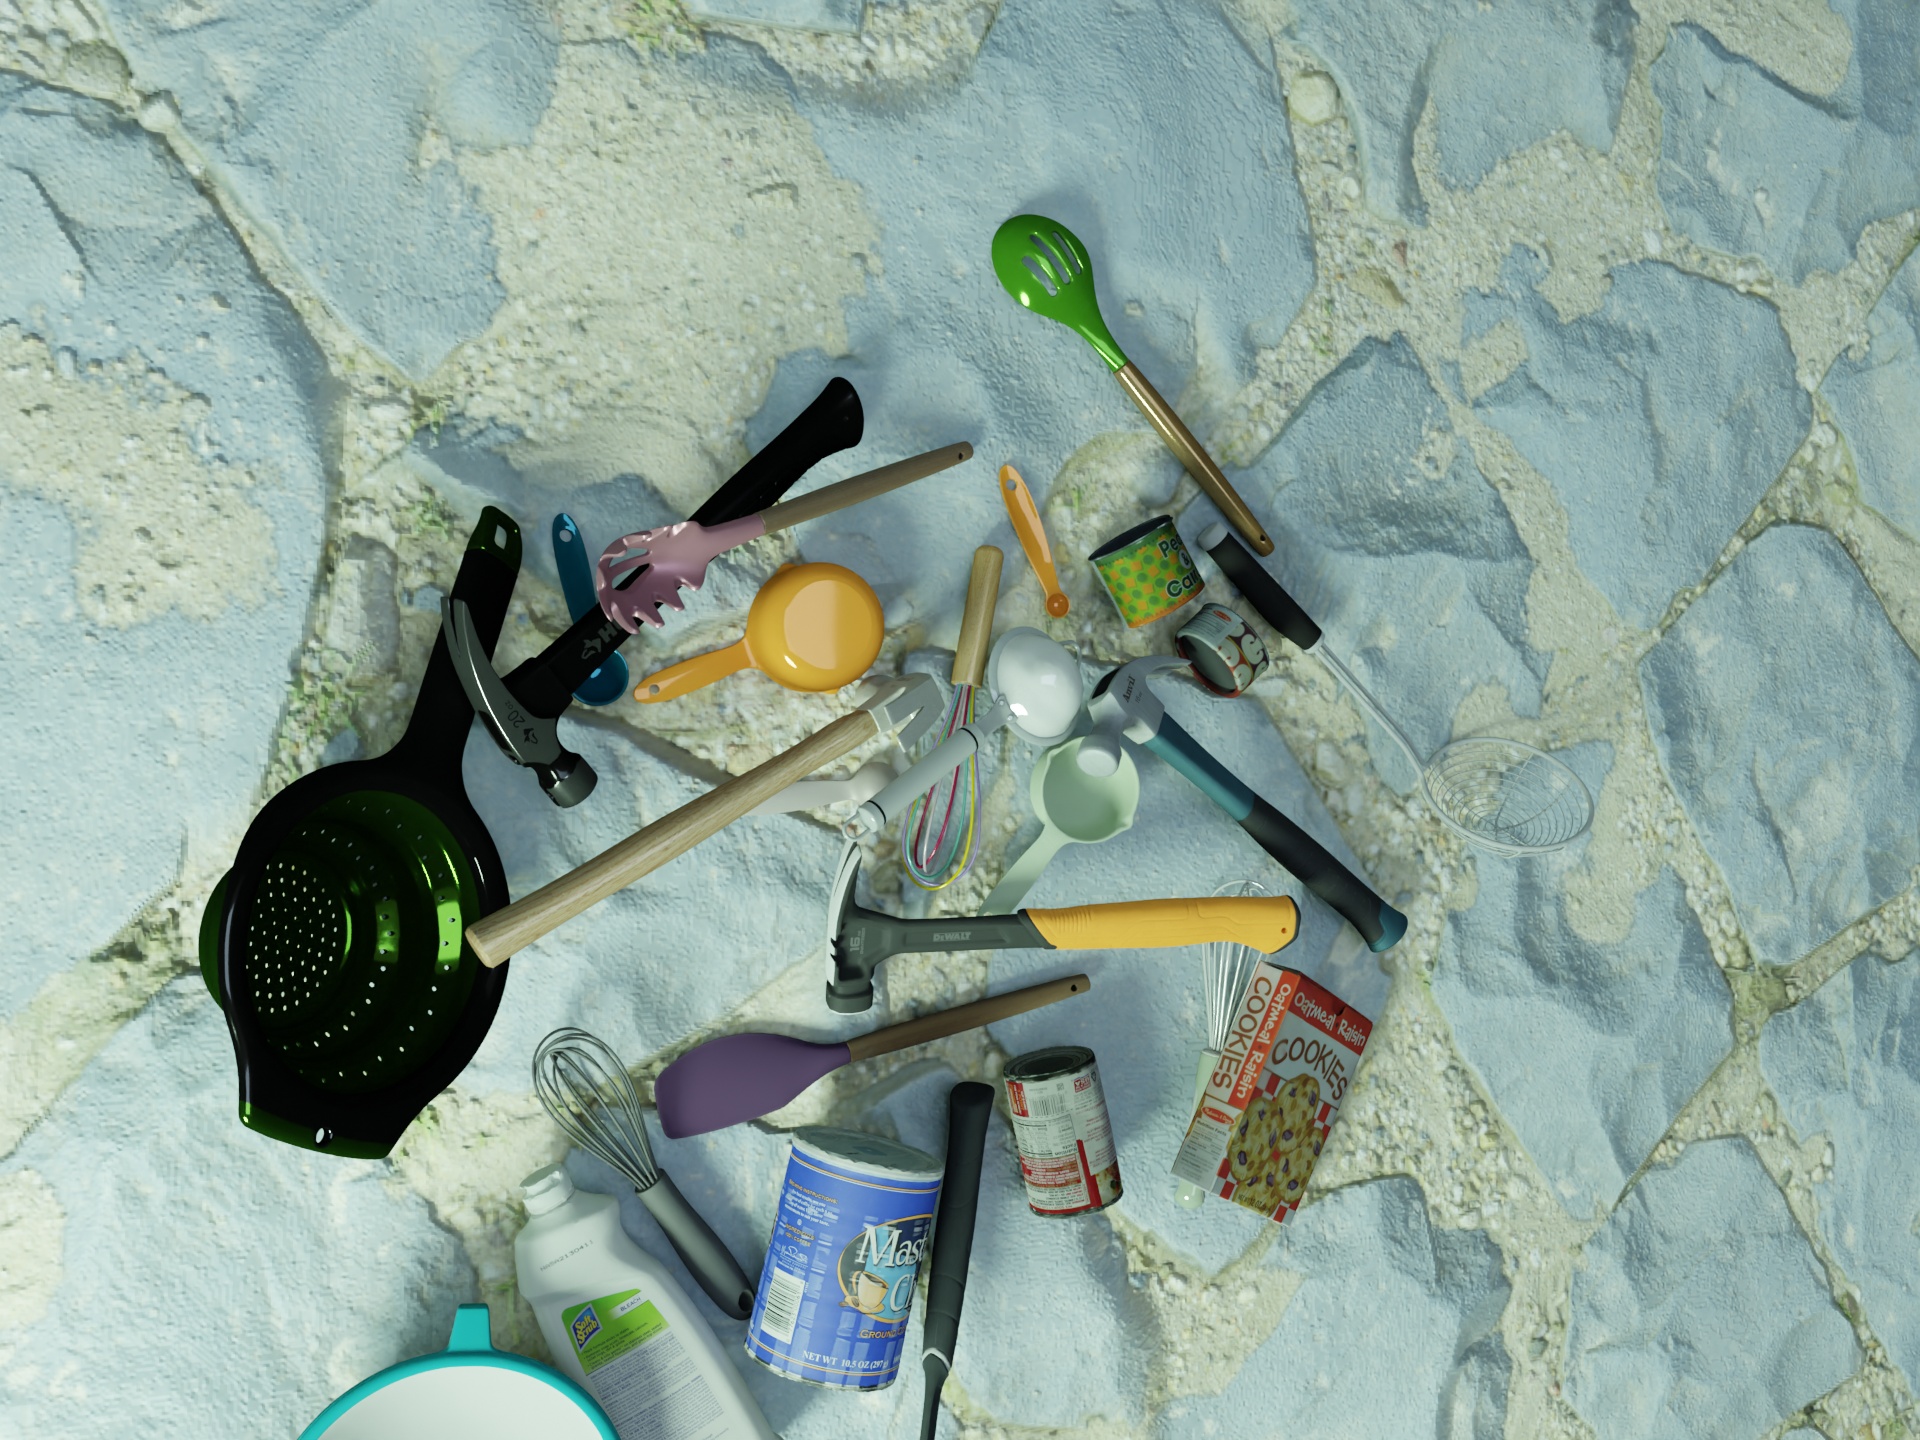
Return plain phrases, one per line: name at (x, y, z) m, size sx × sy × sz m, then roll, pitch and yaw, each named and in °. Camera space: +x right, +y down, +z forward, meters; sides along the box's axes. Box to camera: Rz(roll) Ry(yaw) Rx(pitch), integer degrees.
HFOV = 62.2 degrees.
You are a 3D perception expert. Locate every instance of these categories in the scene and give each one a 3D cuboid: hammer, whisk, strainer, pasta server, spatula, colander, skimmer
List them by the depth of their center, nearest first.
strainer at (-0.353, 0.512, 0.941) m, size 0.340 × 0.095 × 0.211 m, roll -40°, pitch 99°, yaw -13°
colander at (-0.350, 0.052, 0.947) m, size 0.204 × 0.094 × 0.397 m, roll 43°, pitch 51°, yaw -52°
hammer at (-0.151, 0.056, 0.989) m, size 0.331 × 0.130 × 0.031 m, roll -31°, pitch 103°, yaw -21°
hammer at (-0.179, -0.110, 1.013) m, size 0.335 × 0.035 × 0.146 m, roll -48°, pitch 124°, yaw -23°
pasta server at (-0.104, -0.132, 1.026) m, size 0.316 × 0.040 × 0.060 m, roll -26°, pitch 127°, yaw -36°
whisk at (-0.198, 0.296, 1.027) m, size 0.055 × 0.055 × 0.238 m, roll -36°, pitch 106°, yaw -17°
strainer at (0.014, 0.008, 1.067) m, size 0.258 × 0.050 × 0.087 m, roll -38°, pitch 101°, yaw -34°
hammer at (-0.016, 0.451, 1.068) m, size 0.036 × 0.149 × 0.409 m, roll 4°, pitch 77°, yaw 16°
hammer at (0.076, 0.135, 1.092) m, size 0.336 × 0.034 × 0.127 m, roll 0°, pitch 114°, yaw -14°
spatula at (-0.054, 0.219, 1.094) m, size 0.316 × 0.018 × 0.060 m, roll -12°, pitch 93°, yaw -19°
whisk at (-0.004, -0.004, 1.106) m, size 0.051 × 0.047 × 0.245 m, roll 16°, pitch 79°, yaw -32°
hammer at (0.217, 0.072, 1.171) m, size 0.330 × 0.033 × 0.128 m, roll 39°, pitch 48°, yaw -22°
whisk at (0.191, 0.239, 1.176) m, size 0.059 × 0.057 × 0.246 m, roll 11°, pitch 88°, yaw 14°
skimmer at (0.330, -0.031, 1.203) m, size 0.363 × 0.090 × 0.127 m, roll 44°, pitch 43°, yaw -12°

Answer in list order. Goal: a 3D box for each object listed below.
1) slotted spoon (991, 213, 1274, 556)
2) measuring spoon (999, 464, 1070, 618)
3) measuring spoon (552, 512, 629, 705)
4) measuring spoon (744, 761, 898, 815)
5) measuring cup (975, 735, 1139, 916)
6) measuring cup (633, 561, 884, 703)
slotted spoon at (0.135, -0.241, 1.166) m, size 0.070 × 0.031 × 0.313 m, roll -46°, pitch 106°, yaw -15°
measuring spoon at (0.051, -0.128, 1.143) m, size 0.021 × 0.011 × 0.117 m, roll -22°, pitch 94°, yaw -18°
measuring spoon at (-0.247, -0.070, 1.029) m, size 0.042 × 0.021 × 0.129 m, roll -10°, pitch 84°, yaw -30°
measuring spoon at (-0.098, 0.050, 1.079) m, size 0.124 × 0.018 × 0.034 m, roll -6°, pitch 92°, yaw -20°
measuring cup at (0.058, 0.083, 1.130) m, size 0.083 × 0.038 × 0.167 m, roll 42°, pitch 81°, yaw -15°
measuring cup at (-0.130, -0.047, 1.049) m, size 0.173 × 0.052 × 0.095 m, roll -23°, pitch 98°, yaw -21°
